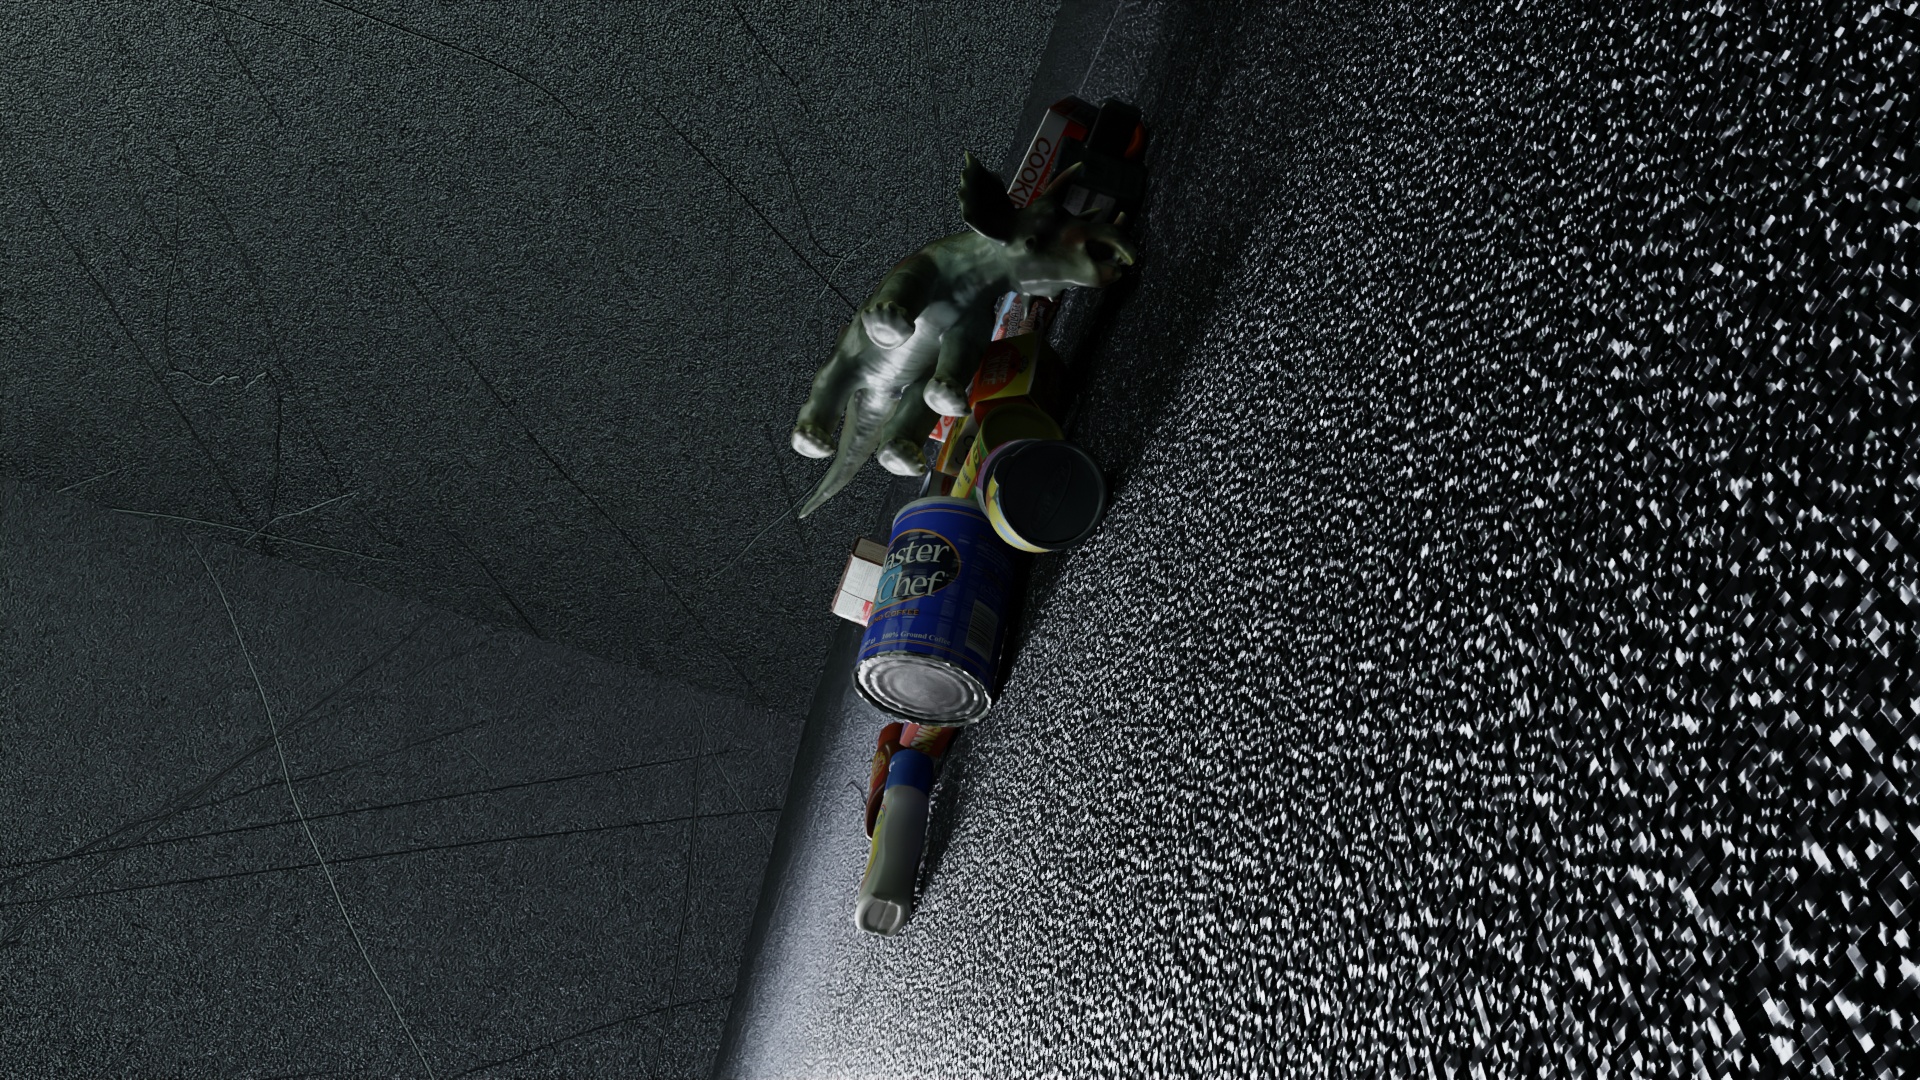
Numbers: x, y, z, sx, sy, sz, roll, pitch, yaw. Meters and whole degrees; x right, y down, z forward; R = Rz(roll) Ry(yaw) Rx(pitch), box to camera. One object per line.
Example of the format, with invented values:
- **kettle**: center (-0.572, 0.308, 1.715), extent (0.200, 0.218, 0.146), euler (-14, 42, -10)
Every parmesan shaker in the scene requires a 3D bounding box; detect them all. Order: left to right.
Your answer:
- **parmesan shaker**: center (0.033, -0.046, 1.060), extent (0.102, 0.071, 0.072), euler (117, 169, -54)

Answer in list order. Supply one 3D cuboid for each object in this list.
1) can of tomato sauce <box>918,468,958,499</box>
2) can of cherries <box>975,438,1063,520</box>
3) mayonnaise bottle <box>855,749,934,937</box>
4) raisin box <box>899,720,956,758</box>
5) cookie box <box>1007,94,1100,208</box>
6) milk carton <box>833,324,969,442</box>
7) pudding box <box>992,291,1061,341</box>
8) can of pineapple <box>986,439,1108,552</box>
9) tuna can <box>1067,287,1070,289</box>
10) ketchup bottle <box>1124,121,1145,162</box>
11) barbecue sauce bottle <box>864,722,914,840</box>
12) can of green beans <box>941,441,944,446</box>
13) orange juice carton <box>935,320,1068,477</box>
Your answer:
- **can of tomato sauce**: center (0.004, -0.014, 1.144), extent (0.071, 0.083, 0.071), euler (-158, 86, -84)
- **can of cherries**: center (0.047, -0.037, 0.930), extent (0.058, 0.071, 0.071), euler (-139, 68, -84)
- **mayonnaise bottle**: center (-0.049, 0.234, 1.097), extent (0.149, 0.041, 0.064), euler (-80, 8, -47)
- **raisin box**: center (-0.010, 0.103, 1.143), extent (0.085, 0.040, 0.124), euler (116, 171, -49)
- **cookie box**: center (0.077, -0.318, 1.211), extent (0.122, 0.040, 0.168), euler (-63, 0, 23)
- **milk carton**: center (-0.022, -0.143, 1.244), extent (0.073, 0.191, 0.073), euler (-79, 10, -48)
- **pudding box**: center (0.064, -0.224, 1.373), extent (0.083, 0.050, 0.030), euler (118, 167, -58)
- **can of pineapple**: center (0.050, -0.027, 0.844), extent (0.058, 0.071, 0.071), euler (157, 130, -82)
- **tuna can**: center (0.097, -0.268, 1.291), extent (0.071, 0.033, 0.071), euler (-158, 86, -84)
- **ketchup bottle**: center (0.111, -0.289, 1.179), extent (0.148, 0.043, 0.065), euler (116, 175, -54)
- **barbecue sauce bottle**: center (-0.058, 0.209, 1.236), extent (0.149, 0.044, 0.064), euler (-91, 19, -73)
- **can of green beans**: center (0.015, -0.099, 1.372), extent (0.058, 0.071, 0.071), euler (-108, 36, -79)
- **orange juice carton**: center (0.034, -0.094, 1.155), extent (0.191, 0.073, 0.072), euler (116, 170, -51)
